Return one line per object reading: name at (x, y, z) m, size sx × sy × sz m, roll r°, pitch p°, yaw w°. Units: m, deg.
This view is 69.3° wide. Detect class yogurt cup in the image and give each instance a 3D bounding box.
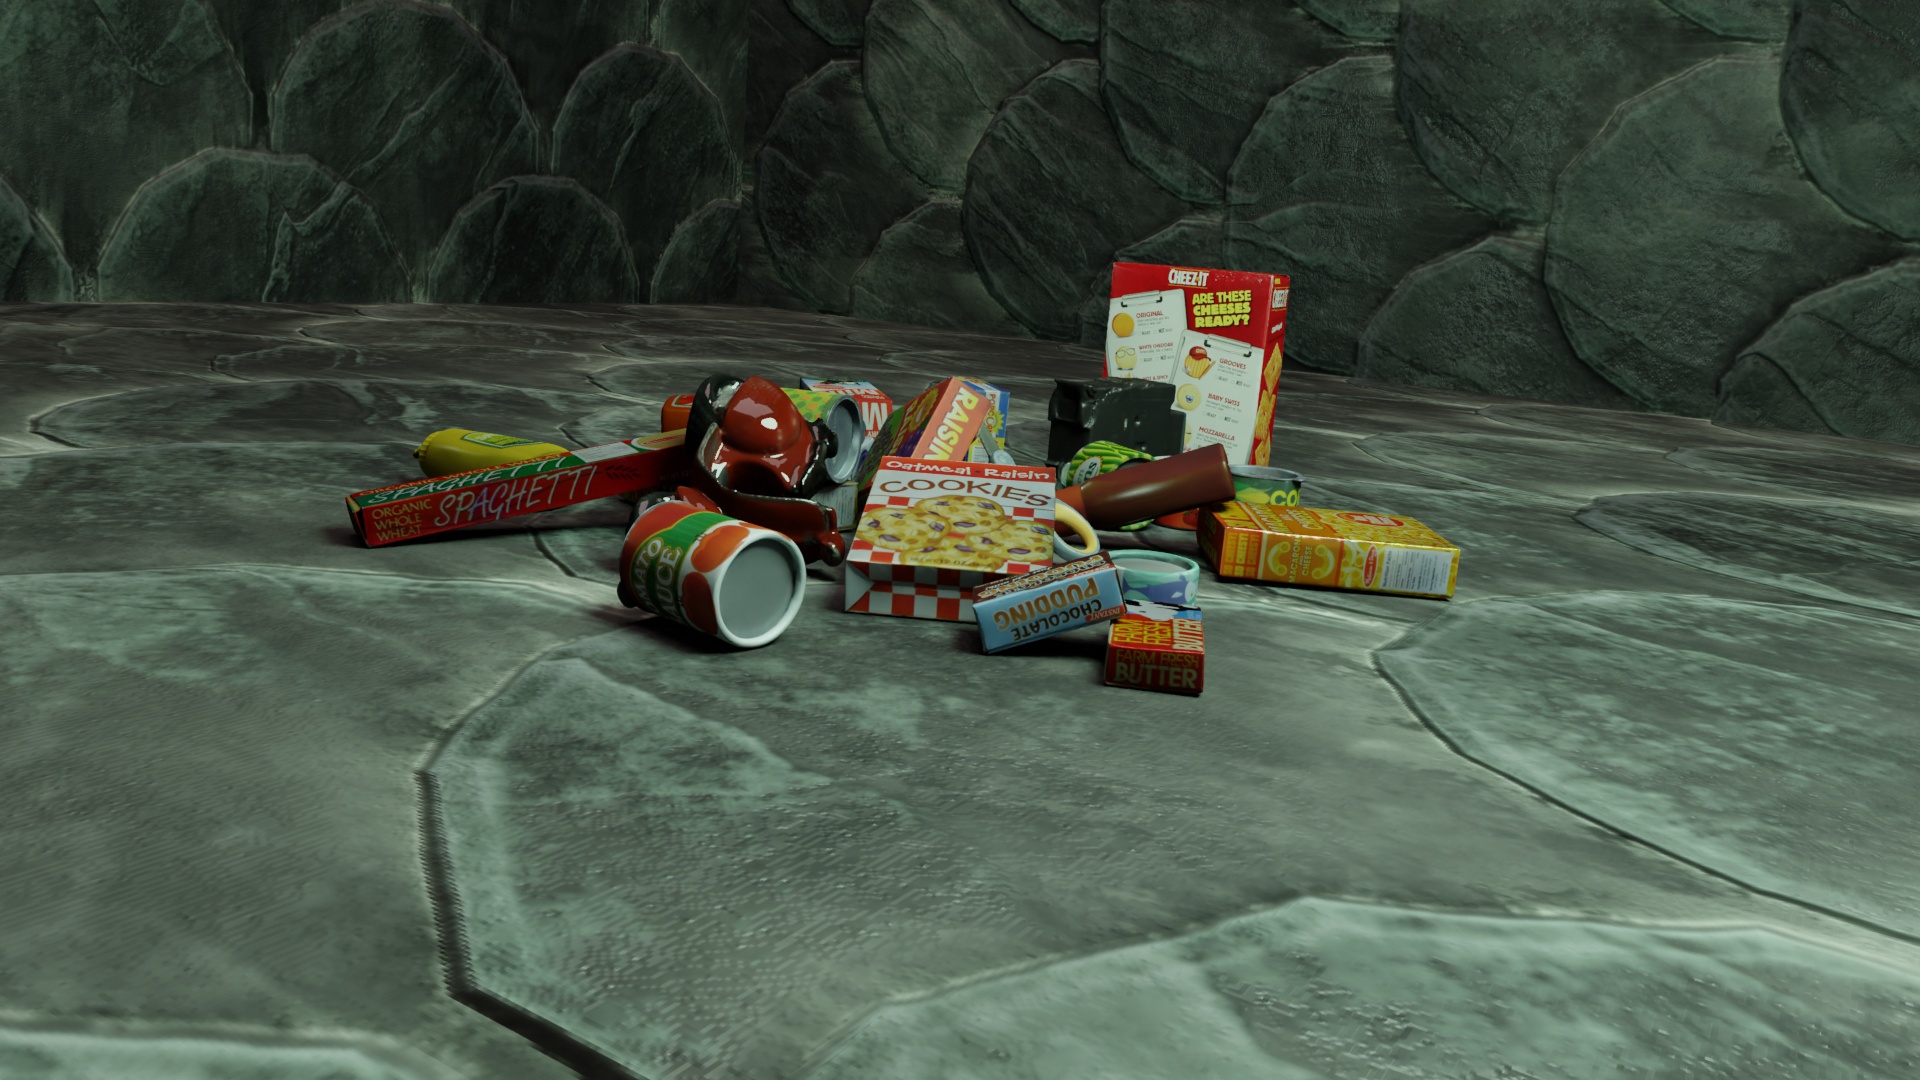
yogurt cup at (0.192, -0.040, 1.179) m, size 0.072 × 0.053 × 0.072 m, roll 4°, pitch 12°, yaw -1°

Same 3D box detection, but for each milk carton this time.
milk carton at (-0.112, -0.110, 1.345) m, size 0.072 × 0.073 × 0.191 m, roll 2°, pitch 13°, yaw -13°

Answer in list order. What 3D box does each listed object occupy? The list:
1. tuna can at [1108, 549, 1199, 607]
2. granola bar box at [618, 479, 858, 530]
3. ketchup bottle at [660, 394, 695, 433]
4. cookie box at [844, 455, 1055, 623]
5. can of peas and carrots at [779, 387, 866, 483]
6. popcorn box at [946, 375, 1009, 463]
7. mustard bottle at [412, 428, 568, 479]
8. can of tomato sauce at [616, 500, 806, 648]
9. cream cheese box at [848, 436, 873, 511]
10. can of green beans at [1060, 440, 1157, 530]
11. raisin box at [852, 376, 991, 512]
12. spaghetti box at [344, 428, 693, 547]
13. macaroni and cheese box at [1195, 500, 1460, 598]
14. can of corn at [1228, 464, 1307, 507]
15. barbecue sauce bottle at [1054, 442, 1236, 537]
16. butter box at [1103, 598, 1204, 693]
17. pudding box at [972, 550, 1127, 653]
tuna can at (0.121, 0.029, 0.888) m, size 0.071 × 0.032 × 0.071 m, roll 4°, pitch 12°, yaw -1°
granola bar box at (-0.175, -0.039, 1.076) m, size 0.124 × 0.039 × 0.165 m, roll -5°, pitch 16°, yaw -36°
ketchup bottle at (-0.159, -0.094, 1.107) m, size 0.149 × 0.043 × 0.065 m, roll 1°, pitch 12°, yaw 6°
cookie box at (-0.001, -0.003, 0.897) m, size 0.123 × 0.040 × 0.168 m, roll 5°, pitch 26°, yaw 3°
can of peas and carrots at (-0.111, -0.079, 1.034) m, size 0.059 × 0.070 × 0.071 m, roll 8°, pitch 13°, yaw 19°
popcorn box at (0.012, -0.114, 1.381) m, size 0.038 × 0.085 × 0.127 m, roll 3°, pitch 12°, yaw -13°
mustard bottle at (-0.373, -0.059, 1.077) m, size 0.160 × 0.048 × 0.065 m, roll 11°, pitch 12°, yaw 28°
can of tomato sauce at (-0.138, 0.019, 0.766) m, size 0.083 × 0.071 × 0.071 m, roll 15°, pitch 16°, yaw 39°
cream cheese box at (-0.091, -0.053, 1.140) m, size 0.024 × 0.053 × 0.104 m, roll 4°, pitch 12°, yaw 5°
can of green beans at (0.129, -0.046, 1.154) m, size 0.071 × 0.071 × 0.058 m, roll -2°, pitch 14°, yaw -27°
raisin box at (-0.033, -0.066, 1.046) m, size 0.040 × 0.086 × 0.123 m, roll 33°, pitch -22°, yaw -17°
spaghetti box at (-0.292, -0.040, 0.967) m, size 0.251 × 0.028 × 0.050 m, roll -15°, pitch 20°, yaw -28°
macaroni and cheese box at (0.268, 0.004, 1.035) m, size 0.166 × 0.040 × 0.124 m, roll 5°, pitch 12°, yaw 0°
can of corn at (0.243, -0.027, 1.129) m, size 0.071 × 0.058 × 0.071 m, roll 4°, pitch 12°, yaw -1°
barbecue sauce bottle at (0.132, -0.035, 1.056) m, size 0.148 × 0.043 × 0.065 m, roll -14°, pitch 11°, yaw 12°
butter box at (0.108, 0.057, 0.774) m, size 0.053 × 0.024 × 0.104 m, roll 5°, pitch 12°, yaw 7°
pudding box at (0.049, 0.035, 0.786) m, size 0.084 × 0.030 × 0.050 m, roll -16°, pitch 11°, yaw 4°
